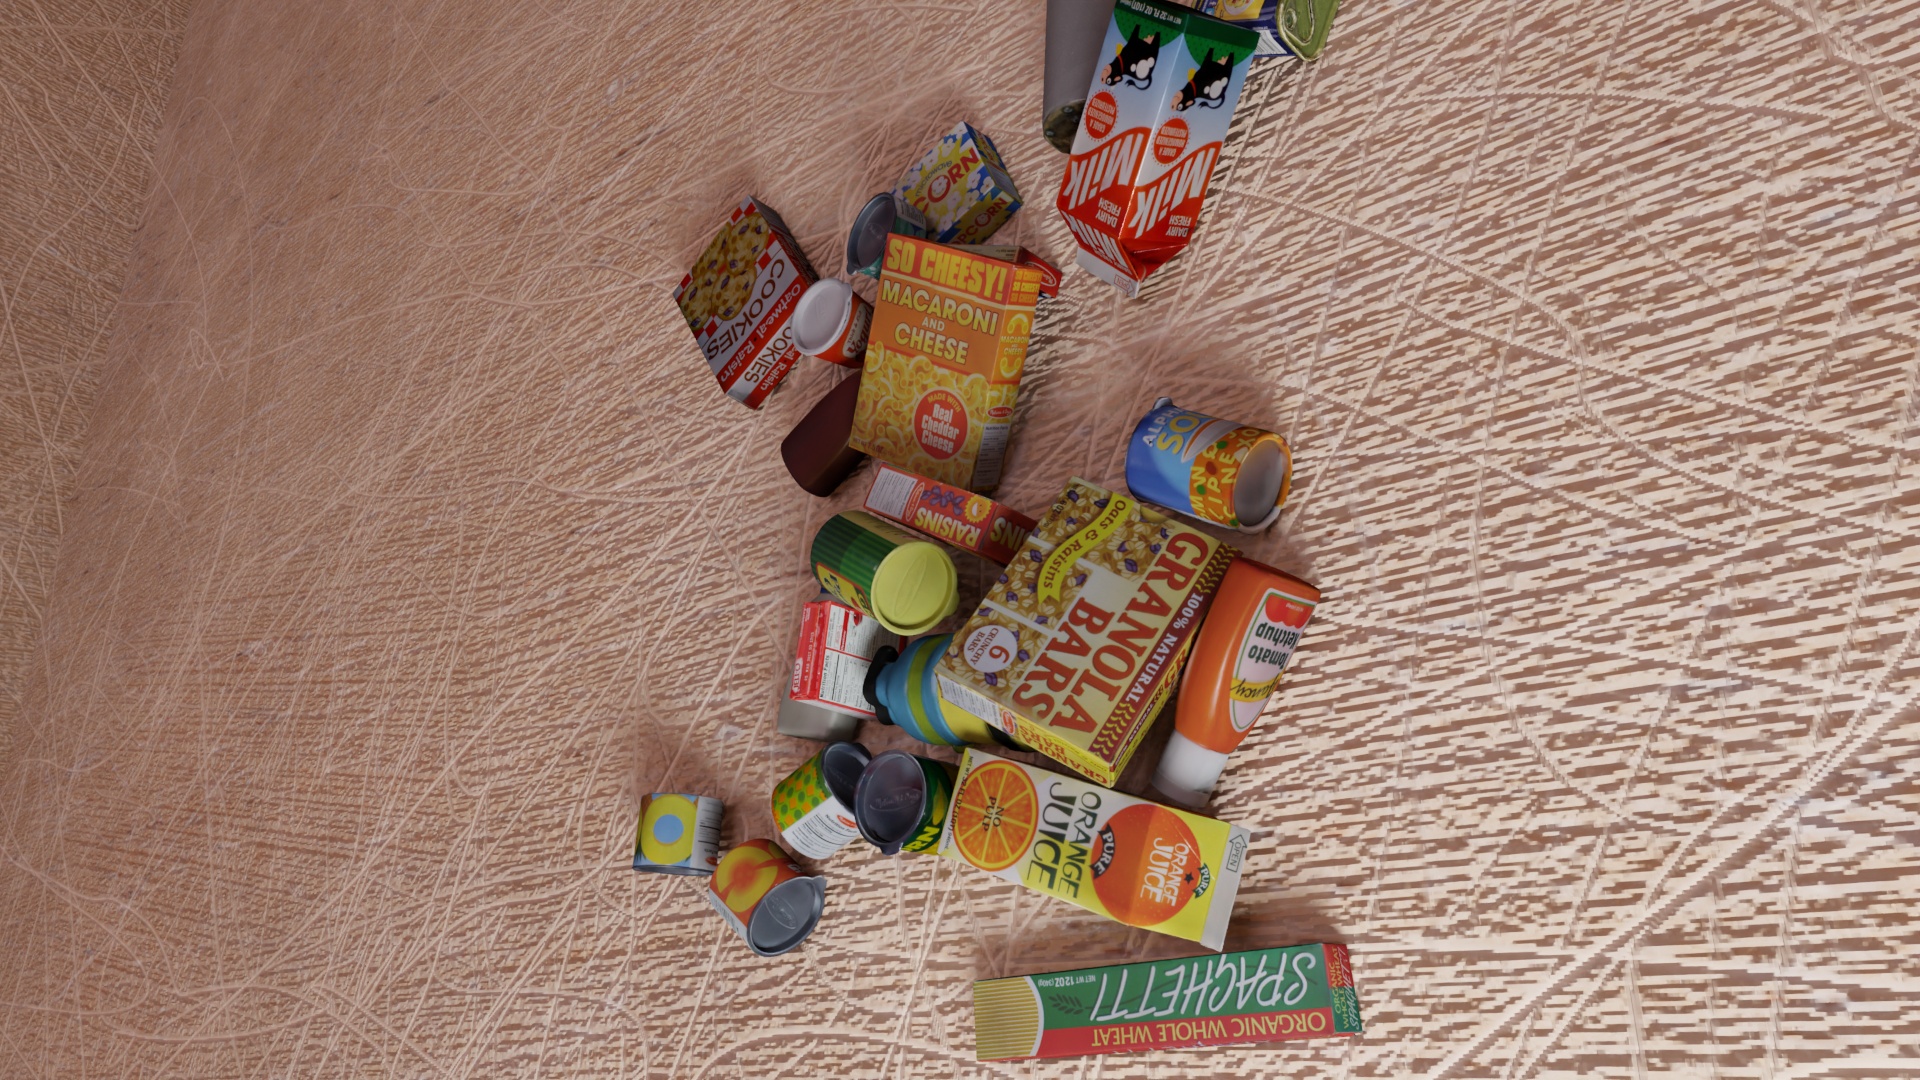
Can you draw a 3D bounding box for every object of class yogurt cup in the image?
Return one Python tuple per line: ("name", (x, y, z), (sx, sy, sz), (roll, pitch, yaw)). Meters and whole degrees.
("yogurt cup", (-0.100, -0.177, 1.156), (0.072, 0.054, 0.072), (-16, 64, 36))

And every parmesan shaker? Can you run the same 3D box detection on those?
("parmesan shaker", (-0.054, 0.022, 0.981), (0.103, 0.071, 0.071), (23, 90, 57))

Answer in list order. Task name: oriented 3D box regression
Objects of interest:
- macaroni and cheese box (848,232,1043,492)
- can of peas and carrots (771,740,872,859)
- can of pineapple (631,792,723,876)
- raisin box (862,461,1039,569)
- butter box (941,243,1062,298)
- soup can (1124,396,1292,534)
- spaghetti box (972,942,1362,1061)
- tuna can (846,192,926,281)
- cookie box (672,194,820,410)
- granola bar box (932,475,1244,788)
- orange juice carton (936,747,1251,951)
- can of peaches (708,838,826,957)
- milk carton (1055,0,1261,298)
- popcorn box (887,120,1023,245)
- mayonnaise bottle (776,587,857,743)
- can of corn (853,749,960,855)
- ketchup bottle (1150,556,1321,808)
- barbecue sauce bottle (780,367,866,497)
("macaroni and cheese box", (-0.013, -0.133, 1.029), (0.124, 0.040, 0.166), (23, 108, 34))
("can of peas and carrots", (-0.094, 0.186, 1.007), (0.058, 0.071, 0.071), (-39, 52, 24))
("can of pineapple", (-0.225, 0.233, 1.100), (0.071, 0.071, 0.058), (-12, 66, 38))
("raisin box", (0.004, -0.012, 0.982), (0.123, 0.086, 0.040), (21, 87, 43))
("butter box", (0.022, -0.206, 1.062), (0.103, 0.053, 0.024), (13, 85, 43))
("soup can", (0.156, -0.048, 0.875), (0.084, 0.071, 0.071), (21, 88, 43))
("spaghetti box", (0.112, 0.274, 0.819), (0.249, 0.028, 0.050), (-19, 63, 35))
("tuna can", (-0.059, -0.235, 1.095), (0.071, 0.033, 0.071), (-28, 53, 45))
("cookie box", (-0.188, -0.216, 1.257), (0.122, 0.040, 0.168), (-47, 49, 17))
("granola bar box", (0.081, 0.051, 0.851), (0.124, 0.039, 0.166), (26, 64, 23))
("orange juice carton", (0.085, 0.186, 0.845), (0.192, 0.073, 0.072), (9, 80, 42))
("can of peaches", (-0.141, 0.260, 1.020), (0.058, 0.071, 0.071), (29, 94, 44))
("milk carton", (0.128, -0.269, 0.959), (0.072, 0.073, 0.189), (42, 124, 41))
("popcorn box", (-0.018, -0.266, 1.129), (0.126, 0.038, 0.085), (-39, 52, 24))
("mayonnaise bottle", (-0.098, 0.080, 1.067), (0.064, 0.041, 0.148), (1, 74, 40))
("can of corn", (-0.030, 0.184, 0.956), (0.071, 0.058, 0.071), (-16, 64, 36))
("ketchup bottle", (0.159, 0.086, 0.828), (0.043, 0.065, 0.148), (32, 101, 49))
("barbecue sauce bottle", (-0.081, -0.105, 1.120), (0.148, 0.043, 0.065), (-45, 51, 19))
